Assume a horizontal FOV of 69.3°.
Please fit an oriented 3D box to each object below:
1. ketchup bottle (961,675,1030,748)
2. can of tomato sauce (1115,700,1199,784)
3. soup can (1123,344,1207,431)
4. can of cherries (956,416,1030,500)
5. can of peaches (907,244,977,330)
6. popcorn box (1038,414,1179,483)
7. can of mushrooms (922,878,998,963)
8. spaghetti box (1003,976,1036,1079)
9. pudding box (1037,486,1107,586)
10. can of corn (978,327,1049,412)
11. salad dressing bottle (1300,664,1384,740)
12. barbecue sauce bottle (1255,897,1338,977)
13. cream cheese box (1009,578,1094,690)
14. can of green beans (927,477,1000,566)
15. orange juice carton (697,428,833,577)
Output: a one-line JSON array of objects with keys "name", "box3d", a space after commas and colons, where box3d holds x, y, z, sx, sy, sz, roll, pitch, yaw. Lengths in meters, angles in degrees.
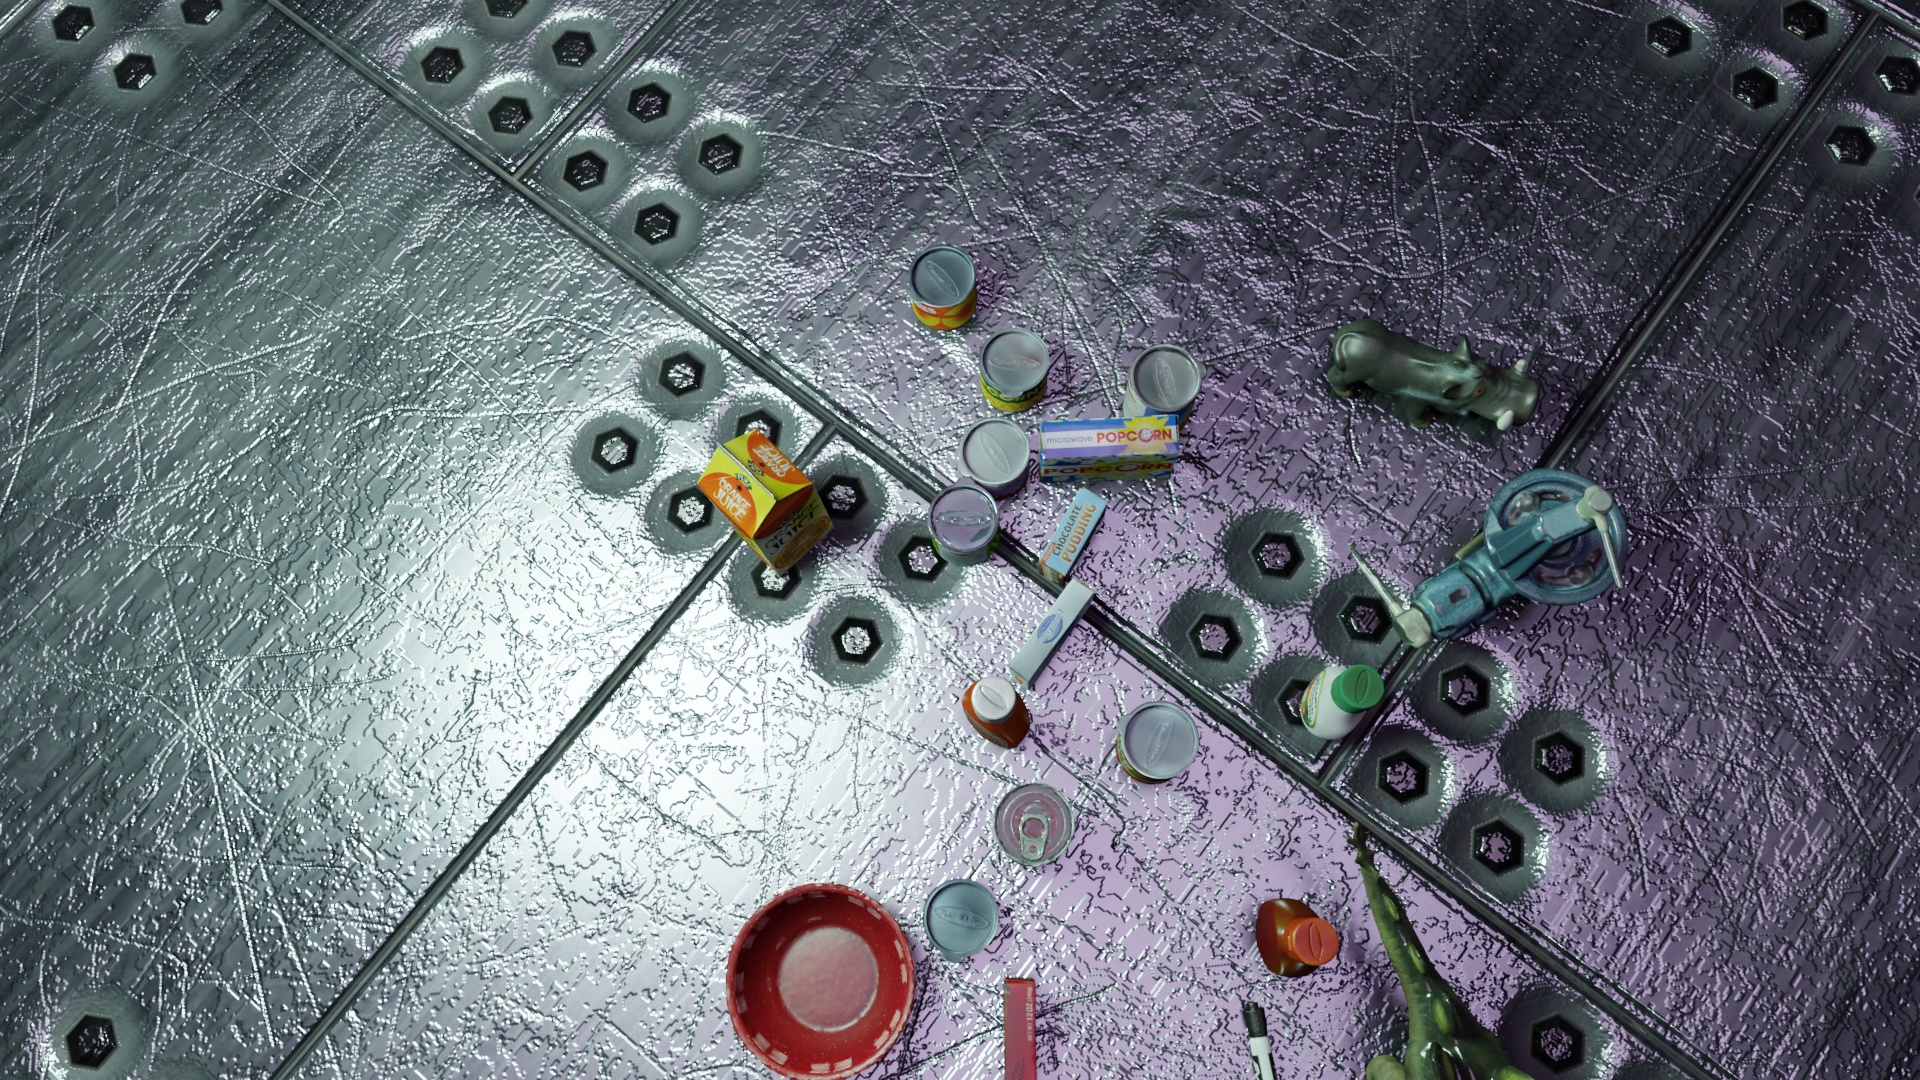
[{"name": "ketchup bottle", "box3d": [0.030, 0.145, 1.201, 0.065, 0.148, 0.043, 38, 80, 11]}, {"name": "can of tomato sauce", "box3d": [0.169, 0.179, 1.221, 0.071, 0.083, 0.071, -1, 75, 2]}, {"name": "soup can", "box3d": [0.191, -0.139, 1.304, 0.071, 0.083, 0.071, -1, 75, 2]}, {"name": "can of cherries", "box3d": [0.030, -0.075, 1.306, 0.071, 0.058, 0.071, -1, 75, 2]}, {"name": "can of peaches", "box3d": [-0.019, -0.245, 1.354, 0.071, 0.058, 0.071, -1, 75, 2]}, {"name": "popcorn box", "box3d": [0.136, -0.084, 1.291, 0.127, 0.085, 0.038, -3, 76, 1]}, {"name": "can of mushrooms", "box3d": [0.000, 0.331, 1.212, 0.071, 0.033, 0.071, -1, 75, 2]}, {"name": "spaghetti box", "box3d": [0.050, 0.495, 1.158, 0.029, 0.050, 0.250, -1, 75, 2]}, {"name": "pudding box", "box3d": [0.104, -0.003, 1.289, 0.030, 0.049, 0.084, 29, 78, 9]}, {"name": "can of corn", "box3d": [0.051, -0.160, 1.328, 0.071, 0.058, 0.071, -1, 75, 2]}, {"name": "salad dressing bottle", "box3d": [0.328, 0.135, 1.193, 0.044, 0.147, 0.064, 15, 77, 6]}, {"name": "barbecue sauce bottle", "box3d": [0.277, 0.328, 1.143, 0.044, 0.148, 0.065, -4, 76, 1]}, {"name": "cream cheese box", "box3d": [0.082, 0.085, 1.264, 0.024, 0.053, 0.104, 35, 79, 10]}, {"name": "can of green beans", "box3d": [0.004, -0.014, 1.291, 0.071, 0.057, 0.071, -1, 75, 2]}, {"name": "orange juice carton", "box3d": [-0.173, -0.036, 1.234, 0.073, 0.192, 0.072, -44, 78, -8]}]
